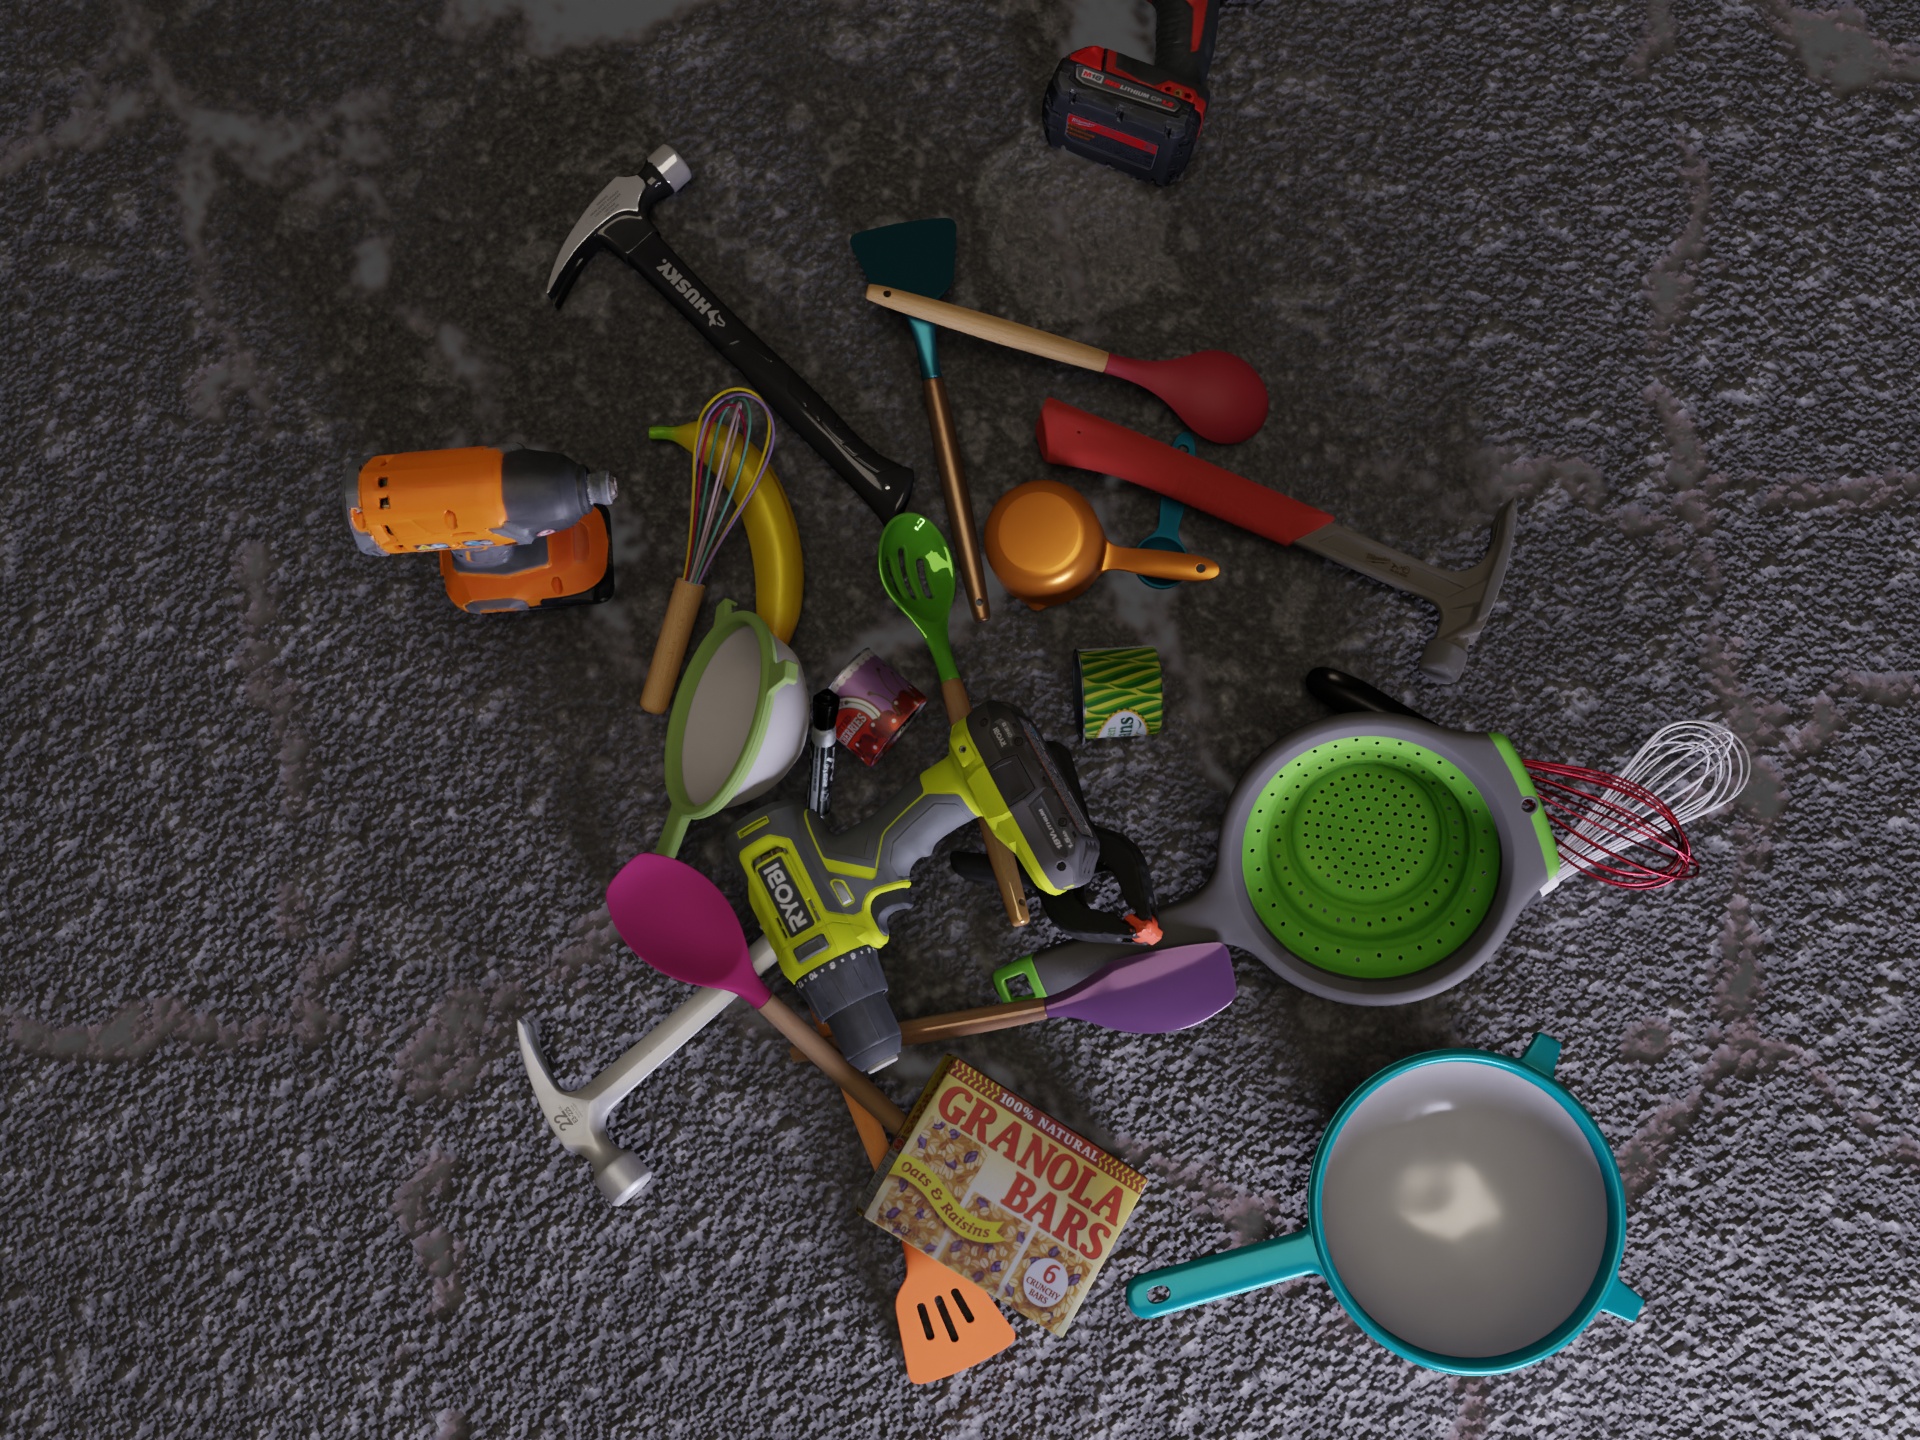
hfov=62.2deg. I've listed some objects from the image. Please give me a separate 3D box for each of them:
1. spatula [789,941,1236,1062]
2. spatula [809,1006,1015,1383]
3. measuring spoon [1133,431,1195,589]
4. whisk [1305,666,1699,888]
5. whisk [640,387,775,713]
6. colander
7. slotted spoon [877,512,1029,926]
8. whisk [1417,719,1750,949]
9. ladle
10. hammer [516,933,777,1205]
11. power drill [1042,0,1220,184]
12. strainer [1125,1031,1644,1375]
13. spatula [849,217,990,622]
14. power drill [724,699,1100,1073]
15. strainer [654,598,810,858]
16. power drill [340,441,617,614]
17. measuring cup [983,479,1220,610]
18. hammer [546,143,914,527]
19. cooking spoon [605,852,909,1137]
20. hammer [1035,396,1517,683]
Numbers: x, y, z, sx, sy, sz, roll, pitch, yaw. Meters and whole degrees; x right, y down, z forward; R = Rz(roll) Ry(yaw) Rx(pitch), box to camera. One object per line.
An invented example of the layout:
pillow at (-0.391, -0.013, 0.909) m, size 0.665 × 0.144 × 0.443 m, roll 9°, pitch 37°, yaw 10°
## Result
spatula at (0.035, 0.208, 1.112) m, size 0.316 × 0.018 × 0.059 m, roll -11°, pitch 98°, yaw 5°
spatula at (-0.057, 0.310, 1.136) m, size 0.081 × 0.041 × 0.323 m, roll -22°, pitch 80°, yaw -5°
measuring spoon at (0.157, -0.156, 1.195) m, size 0.042 × 0.021 × 0.129 m, roll 13°, pitch 75°, yaw -1°
whisk at (0.376, 0.035, 1.122) m, size 0.296 × 0.073 × 0.073 m, roll 30°, pitch 84°, yaw 22°
whisk at (-0.192, -0.122, 1.149) m, size 0.051 × 0.047 × 0.245 m, roll 27°, pitch 103°, yaw 37°
colander at (0.212, 0.118, 1.135) m, size 0.397 × 0.094 × 0.204 m, roll -22°, pitch 94°, yaw 15°
slotted spoon at (-0.002, -0.004, 1.136) m, size 0.070 × 0.031 × 0.314 m, roll -3°, pitch 68°, yaw -38°
whisk at (0.446, 0.096, 1.149) m, size 0.284 × 0.070 × 0.070 m, roll -37°, pitch 85°, yaw 0°
ladle at (0.083, -0.273, 1.177) m, size 0.315 × 0.031 × 0.069 m, roll 15°, pitch 83°, yaw -6°
hammer at (-0.132, 0.151, 1.131) m, size 0.405 × 0.035 × 0.144 m, roll -41°, pitch 80°, yaw -9°
power drill at (0.132, -0.545, 1.207) m, size 0.188 × 0.080 × 0.227 m, roll 21°, pitch 81°, yaw 2°
strainer at (0.277, 0.349, 1.100) m, size 0.340 × 0.095 × 0.211 m, roll -15°, pitch 81°, yaw 0°
spatula at (-0.014, -0.228, 1.193) m, size 0.082 × 0.044 × 0.317 m, roll -11°, pitch 87°, yaw -4°
power drill at (-0.026, 0.108, 1.066) m, size 0.228 × 0.080 × 0.191 m, roll -30°, pitch 77°, yaw 10°
strainer at (-0.167, 0.050, 1.135) m, size 0.069 × 0.152 × 0.256 m, roll 16°, pitch 103°, yaw -31°
power drill at (-0.299, -0.131, 1.078) m, size 0.164 × 0.226 × 0.084 m, roll -5°, pitch 84°, yaw -1°
measuring cup at (0.100, -0.125, 1.152) m, size 0.173 × 0.052 × 0.095 m, roll 9°, pitch 83°, yaw 14°
hammer at (-0.161, -0.269, 1.193) m, size 0.146 × 0.035 × 0.335 m, roll -44°, pitch 86°, yaw -6°
cooking spoon at (-0.117, 0.210, 1.094) m, size 0.318 × 0.017 × 0.069 m, roll 45°, pitch 70°, yaw -12°
hammer at (0.227, -0.162, 1.171) m, size 0.359 × 0.036 × 0.149 m, roll 23°, pitch 76°, yaw 1°
